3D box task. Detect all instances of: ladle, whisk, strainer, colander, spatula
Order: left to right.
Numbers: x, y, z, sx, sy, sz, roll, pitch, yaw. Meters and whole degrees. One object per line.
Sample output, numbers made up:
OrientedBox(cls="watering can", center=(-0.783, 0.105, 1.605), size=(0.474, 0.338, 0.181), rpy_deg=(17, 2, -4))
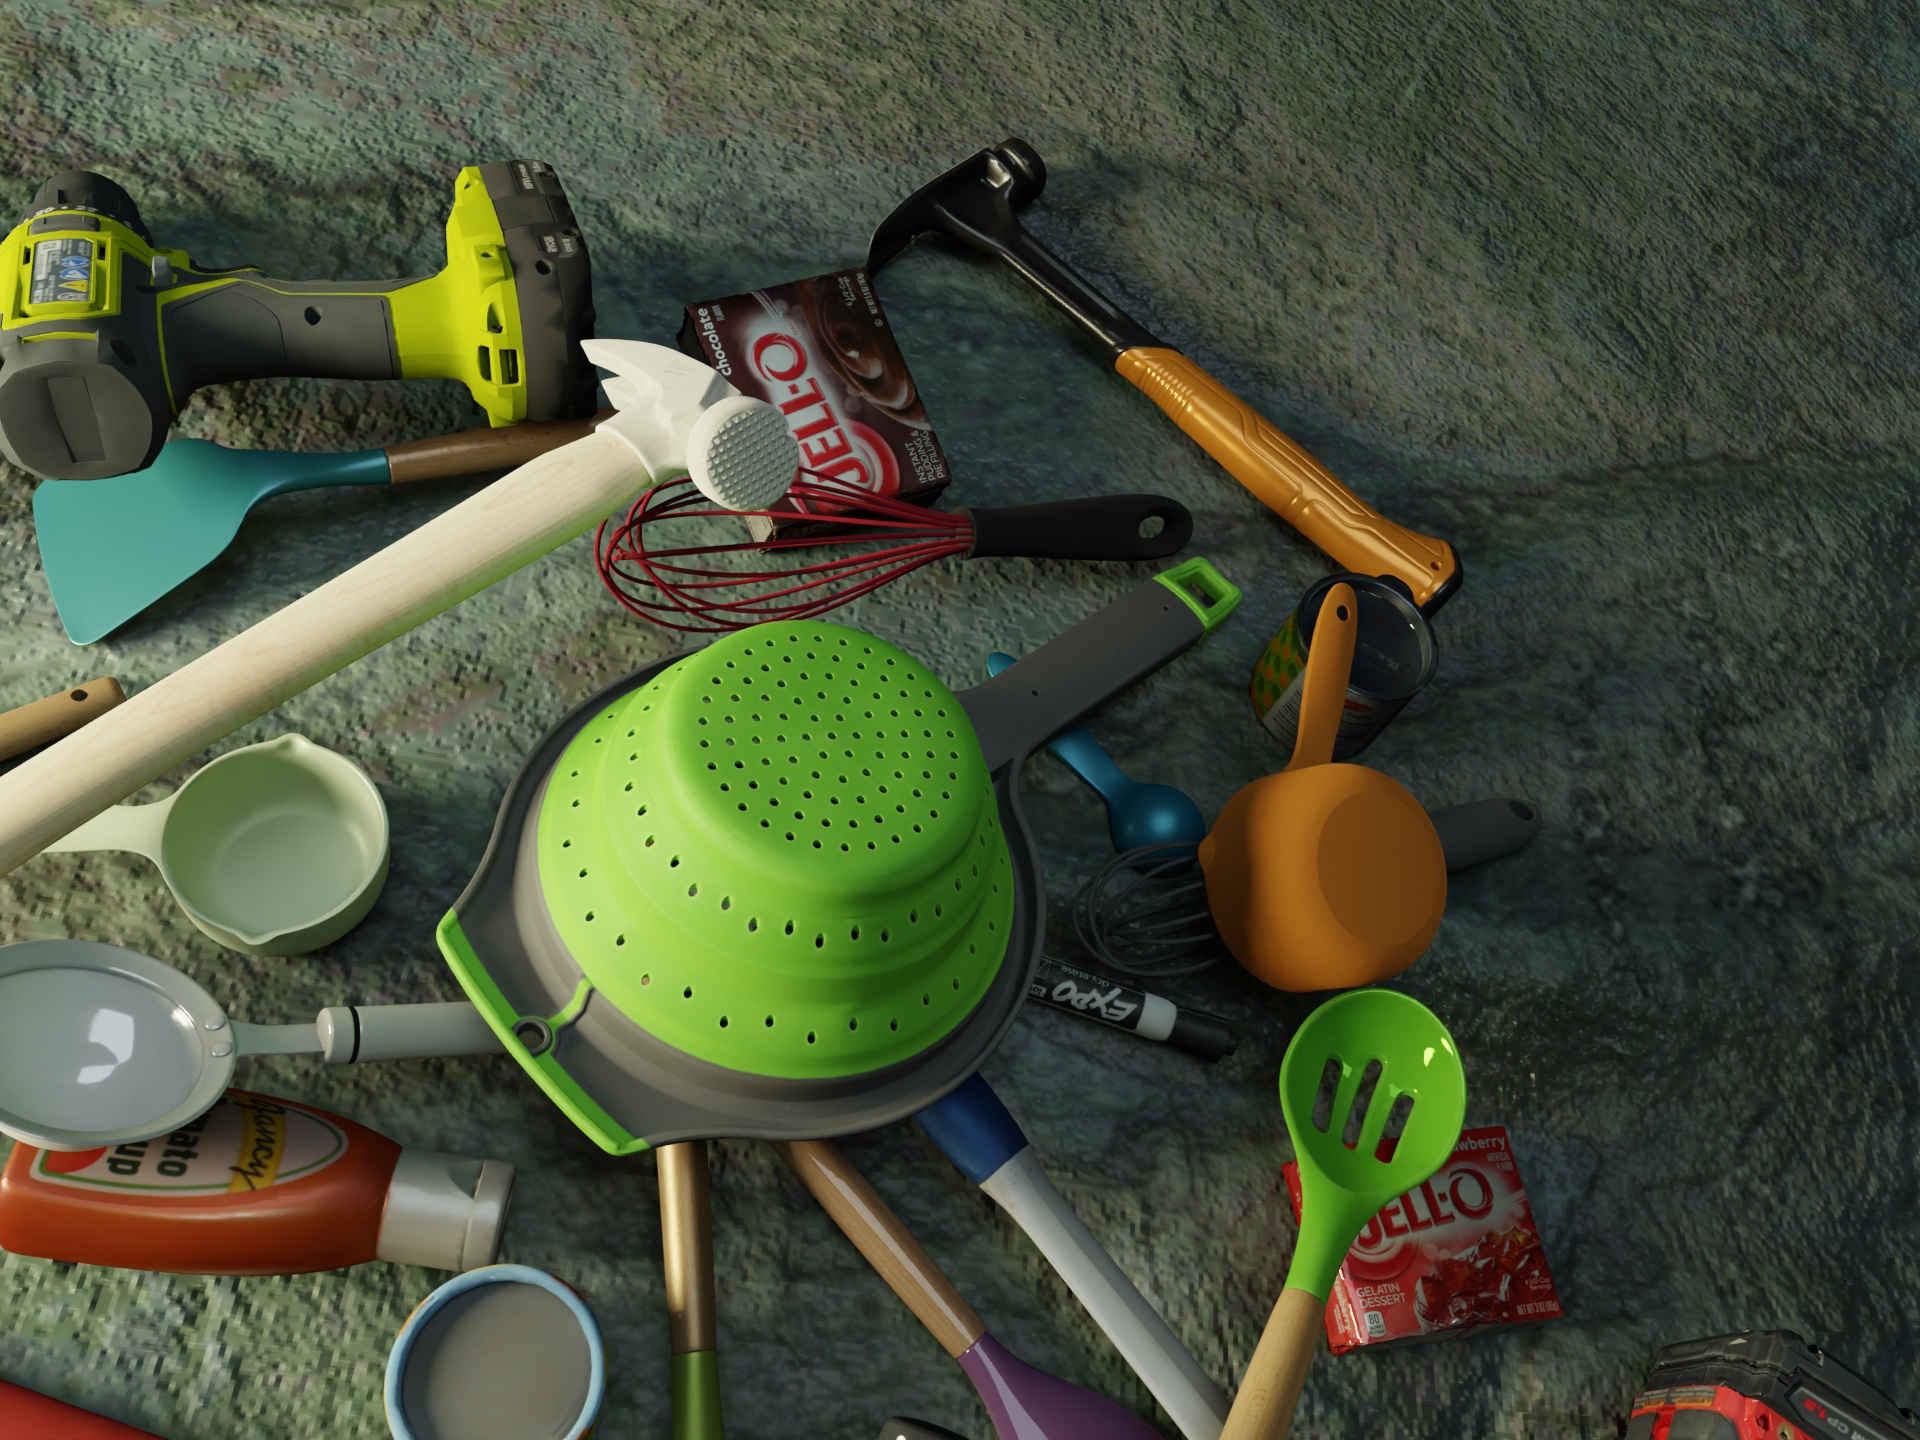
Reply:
OrientedBox(cls="strainer", center=(-0.213, 0.107, 0.522), size=(0.258, 0.050, 0.087), rpy_deg=(4, 33, -36))
OrientedBox(cls="spatula", center=(-0.222, -0.109, 0.687), size=(0.317, 0.044, 0.082), rpy_deg=(-16, 65, -27))
OrientedBox(cls="ladle", center=(-0.087, 0.179, 0.526), size=(0.078, 0.062, 0.320), rpy_deg=(3, 63, -23))
OrientedBox(cls="whisk", center=(-0.016, -0.079, 0.685), size=(0.295, 0.073, 0.073), rpy_deg=(-7, 62, -32))
OrientedBox(cls="spatula", center=(-0.012, 0.200, 0.567), size=(0.316, 0.018, 0.060), rpy_deg=(46, 52, 12))
OrientedBox(cls="colander", center=(-0.001, -0.002, 0.605), size=(0.205, 0.094, 0.397), rpy_deg=(45, 51, 16))
OrientedBox(cls="whisk", center=(0.154, 0.063, 0.675), size=(0.239, 0.055, 0.055), rpy_deg=(-10, 64, -25))

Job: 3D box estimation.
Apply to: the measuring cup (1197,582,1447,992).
OrientedBox(cls="measuring cup", center=(0.154, 0.021, 0.627), size=(0.095, 0.052, 0.174), rpy_deg=(19, 73, -23))

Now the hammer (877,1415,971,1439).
OrientedBox(cls="hammer", center=(-0.138, 0.335, 0.397), size=(0.409, 0.036, 0.149), rpy_deg=(-40, 78, -16))

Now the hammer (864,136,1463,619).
OrientedBox(cls="hammer", center=(0.106, -0.163, 0.794), size=(0.337, 0.034, 0.127), rpy_deg=(42, 59, 11))

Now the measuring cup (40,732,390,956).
OrientedBox(cls="measuring cup", center=(-0.292, 0.047, 0.572), size=(0.167, 0.038, 0.083), rpy_deg=(3, 60, -10))

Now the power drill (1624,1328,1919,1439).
OrientedBox(cls="power drill", center=(0.268, 0.334, 0.531), size=(0.143, 0.078, 0.220), rpy_deg=(35, 61, 7))

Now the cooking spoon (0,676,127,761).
OrientedBox(cls="cooking spoon", center=(-0.447, 0.054, 0.537), size=(0.319, 0.017, 0.069), rpy_deg=(-27, 62, -26))

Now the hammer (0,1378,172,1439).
OrientedBox(cls="hammer", center=(-0.313, 0.199, 0.479), size=(0.359, 0.036, 0.149), rpy_deg=(21, 58, -2))

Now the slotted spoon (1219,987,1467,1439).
OrientedBox(cls="slotted spoon", center=(0.104, 0.213, 0.527), size=(0.070, 0.031, 0.314), rpy_deg=(26, 48, 11))

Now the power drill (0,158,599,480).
OrientedBox(cls="power drill", center=(-0.280, -0.182, 0.670), size=(0.228, 0.080, 0.191), rpy_deg=(-9, 44, -19))

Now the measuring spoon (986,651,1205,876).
OrientedBox(cls="measuring spoon", center=(0.058, 0.013, 0.688), size=(0.042, 0.021, 0.129), rpy_deg=(-36, 76, -29))

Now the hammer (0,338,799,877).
OrientedBox(cls="hammer", center=(-0.254, -0.011, 0.539), size=(0.410, 0.038, 0.146), rpy_deg=(-36, 38, -17))

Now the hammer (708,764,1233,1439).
OrientedBox(cls="hammer", center=(0.019, 0.171, 0.569), size=(0.144, 0.035, 0.406), rpy_deg=(-26, 67, -41))
